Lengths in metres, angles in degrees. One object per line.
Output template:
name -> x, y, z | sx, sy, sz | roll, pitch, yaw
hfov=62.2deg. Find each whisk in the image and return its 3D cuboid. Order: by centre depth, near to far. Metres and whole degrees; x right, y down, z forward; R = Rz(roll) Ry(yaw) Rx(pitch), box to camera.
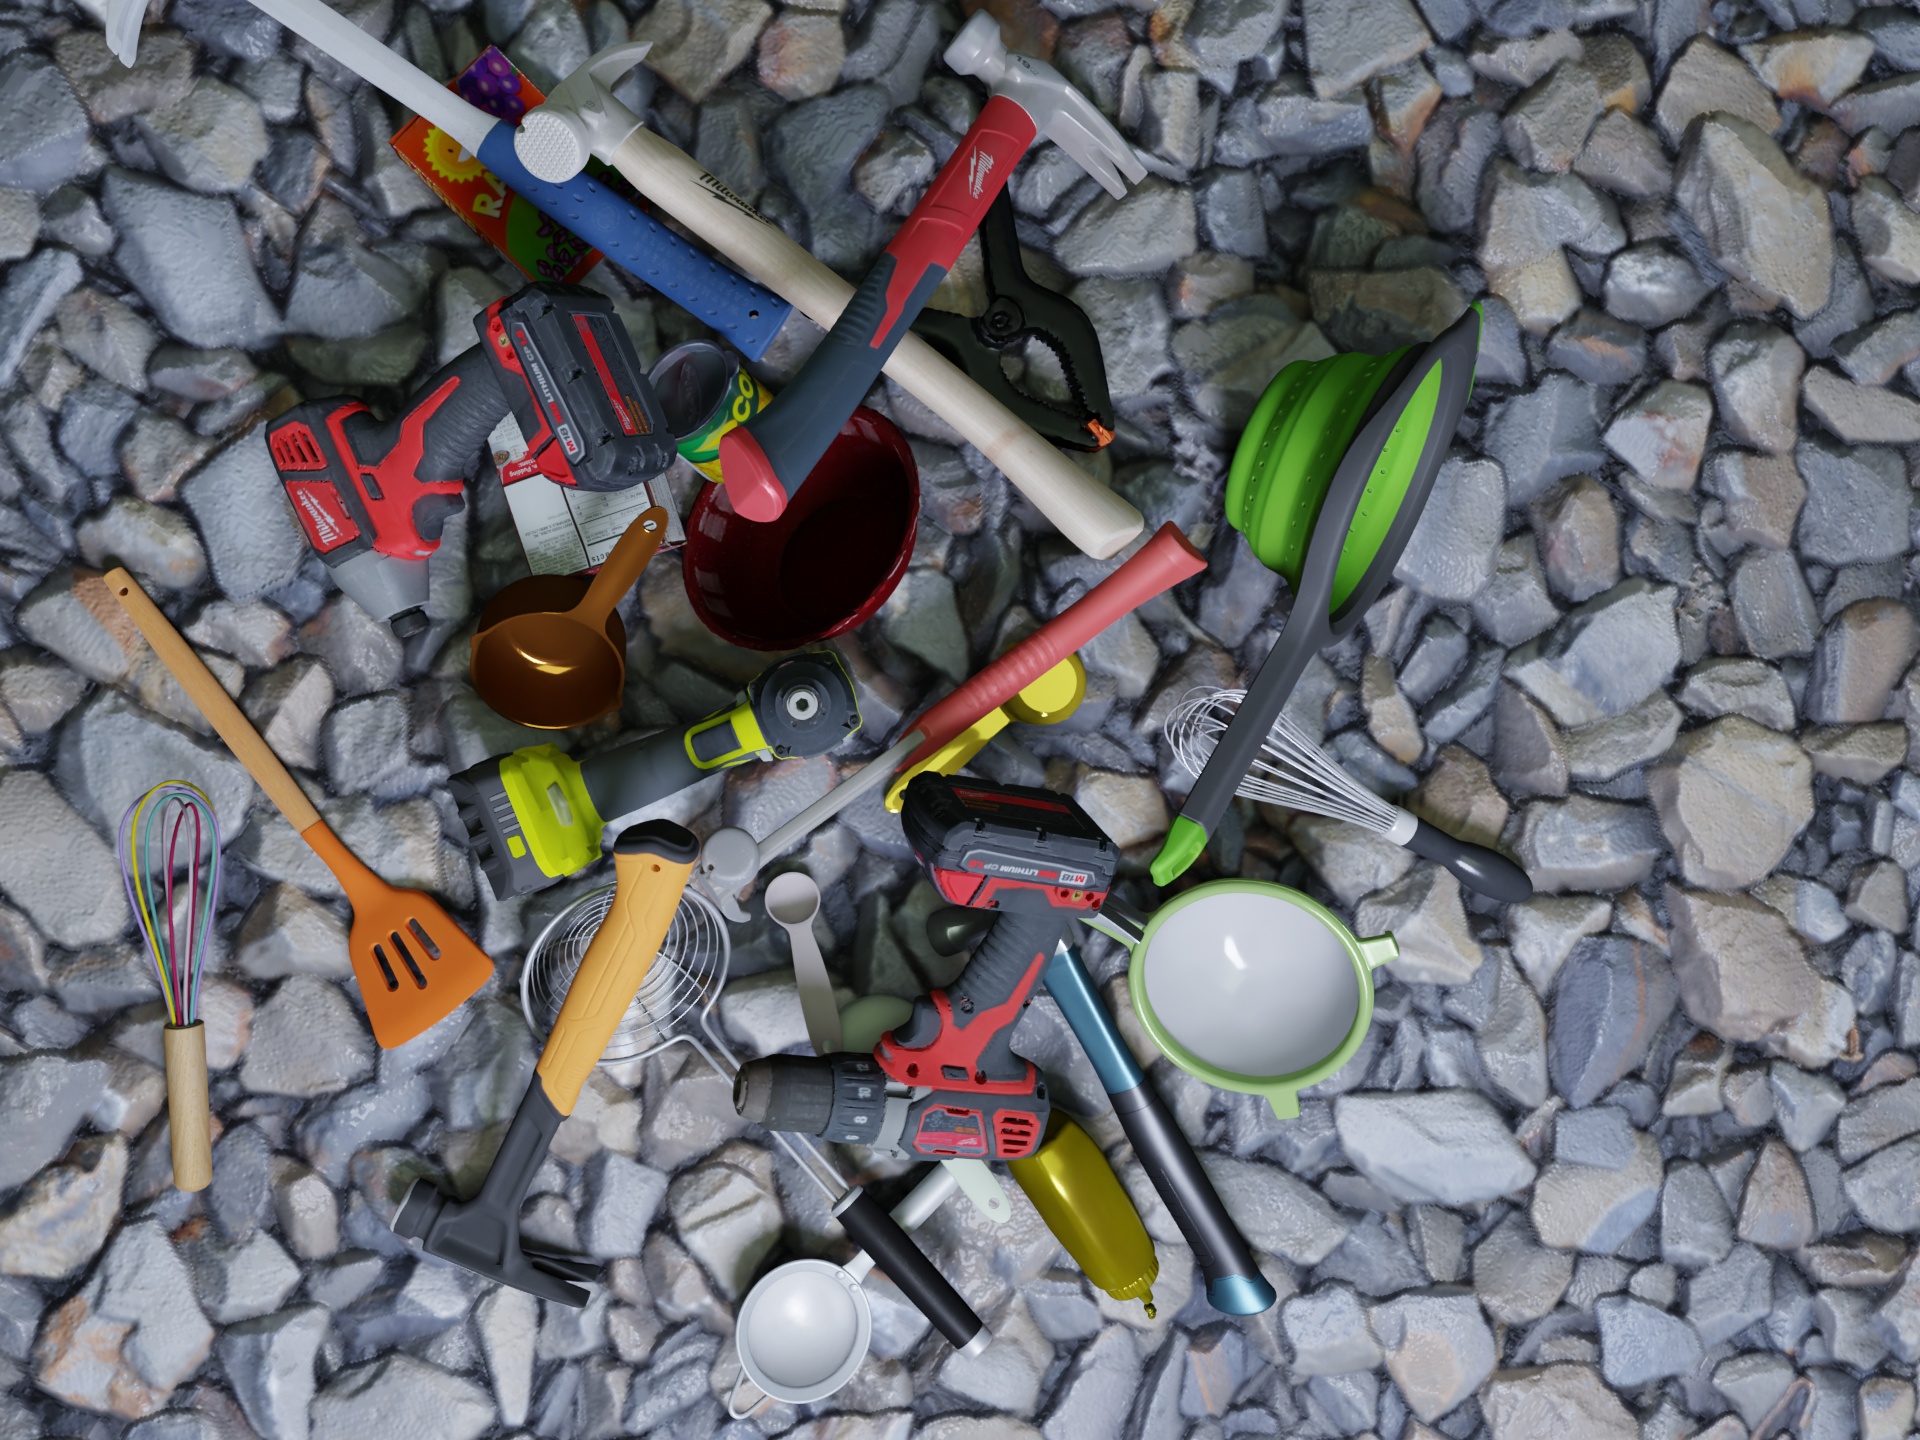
whisk -> -0.452, 0.156, 0.933 | 0.051, 0.047, 0.245 | 0, 97, 3
whisk -> 0.258, 0.054, 1.030 | 0.284, 0.070, 0.070 | 26, 88, -13

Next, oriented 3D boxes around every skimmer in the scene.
skimmer -> -0.110, 0.246, 0.943 | 0.127, 0.090, 0.363 | -42, 88, -6

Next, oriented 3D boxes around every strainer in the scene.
strainer -> -0.051, 0.331, 1.001 | 0.258, 0.050, 0.087 | -43, 100, -11
strainer -> 0.139, 0.133, 1.015 | 0.256, 0.069, 0.151 | 27, 116, 8

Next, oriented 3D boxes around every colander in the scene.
colander -> 0.184, -0.088, 0.953 | 0.094, 0.204, 0.397 | 26, 74, 22

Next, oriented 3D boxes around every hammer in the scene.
hammer -> -0.015, -0.244, 0.889 | 0.143, 0.038, 0.386 | 37, 57, -16
hammer -> -0.215, 0.196, 0.899 | 0.127, 0.034, 0.336 | 26, 115, -6
hammer -> -0.279, -0.330, 0.899 | 0.405, 0.035, 0.144 | 33, 87, -9
hammer -> -0.055, -0.235, 0.927 | 0.410, 0.146, 0.038 | 36, 128, -15
hammer -> -0.002, -0.003, 0.948 | 0.359, 0.149, 0.037 | -36, 81, -13
hammer -> 0.110, 0.242, 1.009 | 0.128, 0.033, 0.331 | -24, 102, 24

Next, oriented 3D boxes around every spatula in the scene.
spatula -> -0.399, 0.044, 0.935 | 0.081, 0.041, 0.322 | -36, 96, -5

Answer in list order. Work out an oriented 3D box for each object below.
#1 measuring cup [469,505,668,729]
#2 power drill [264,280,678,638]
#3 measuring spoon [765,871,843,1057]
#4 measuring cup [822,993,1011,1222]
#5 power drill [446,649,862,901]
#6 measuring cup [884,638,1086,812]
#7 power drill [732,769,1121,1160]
measuring cup -> -0.215, -0.071, 0.916 | 0.095, 0.052, 0.173 | 27, 120, -27
power drill -> -0.279, -0.143, 0.895 | 0.219, 0.078, 0.143 | -22, 95, 21
measuring spoon -> -0.093, 0.155, 0.982 | 0.034, 0.018, 0.124 | -13, 76, -10
measuring cup -> -0.021, 0.244, 0.985 | 0.083, 0.038, 0.167 | -38, 84, -11
power drill -> -0.165, 0.022, 0.906 | 0.223, 0.171, 0.080 | -23, 92, -4
measuring cup -> 0.015, 0.007, 1.001 | 0.156, 0.029, 0.062 | -40, 97, -8
power drill -> -0.019, 0.148, 0.909 | 0.187, 0.080, 0.226 | 10, 107, -21
